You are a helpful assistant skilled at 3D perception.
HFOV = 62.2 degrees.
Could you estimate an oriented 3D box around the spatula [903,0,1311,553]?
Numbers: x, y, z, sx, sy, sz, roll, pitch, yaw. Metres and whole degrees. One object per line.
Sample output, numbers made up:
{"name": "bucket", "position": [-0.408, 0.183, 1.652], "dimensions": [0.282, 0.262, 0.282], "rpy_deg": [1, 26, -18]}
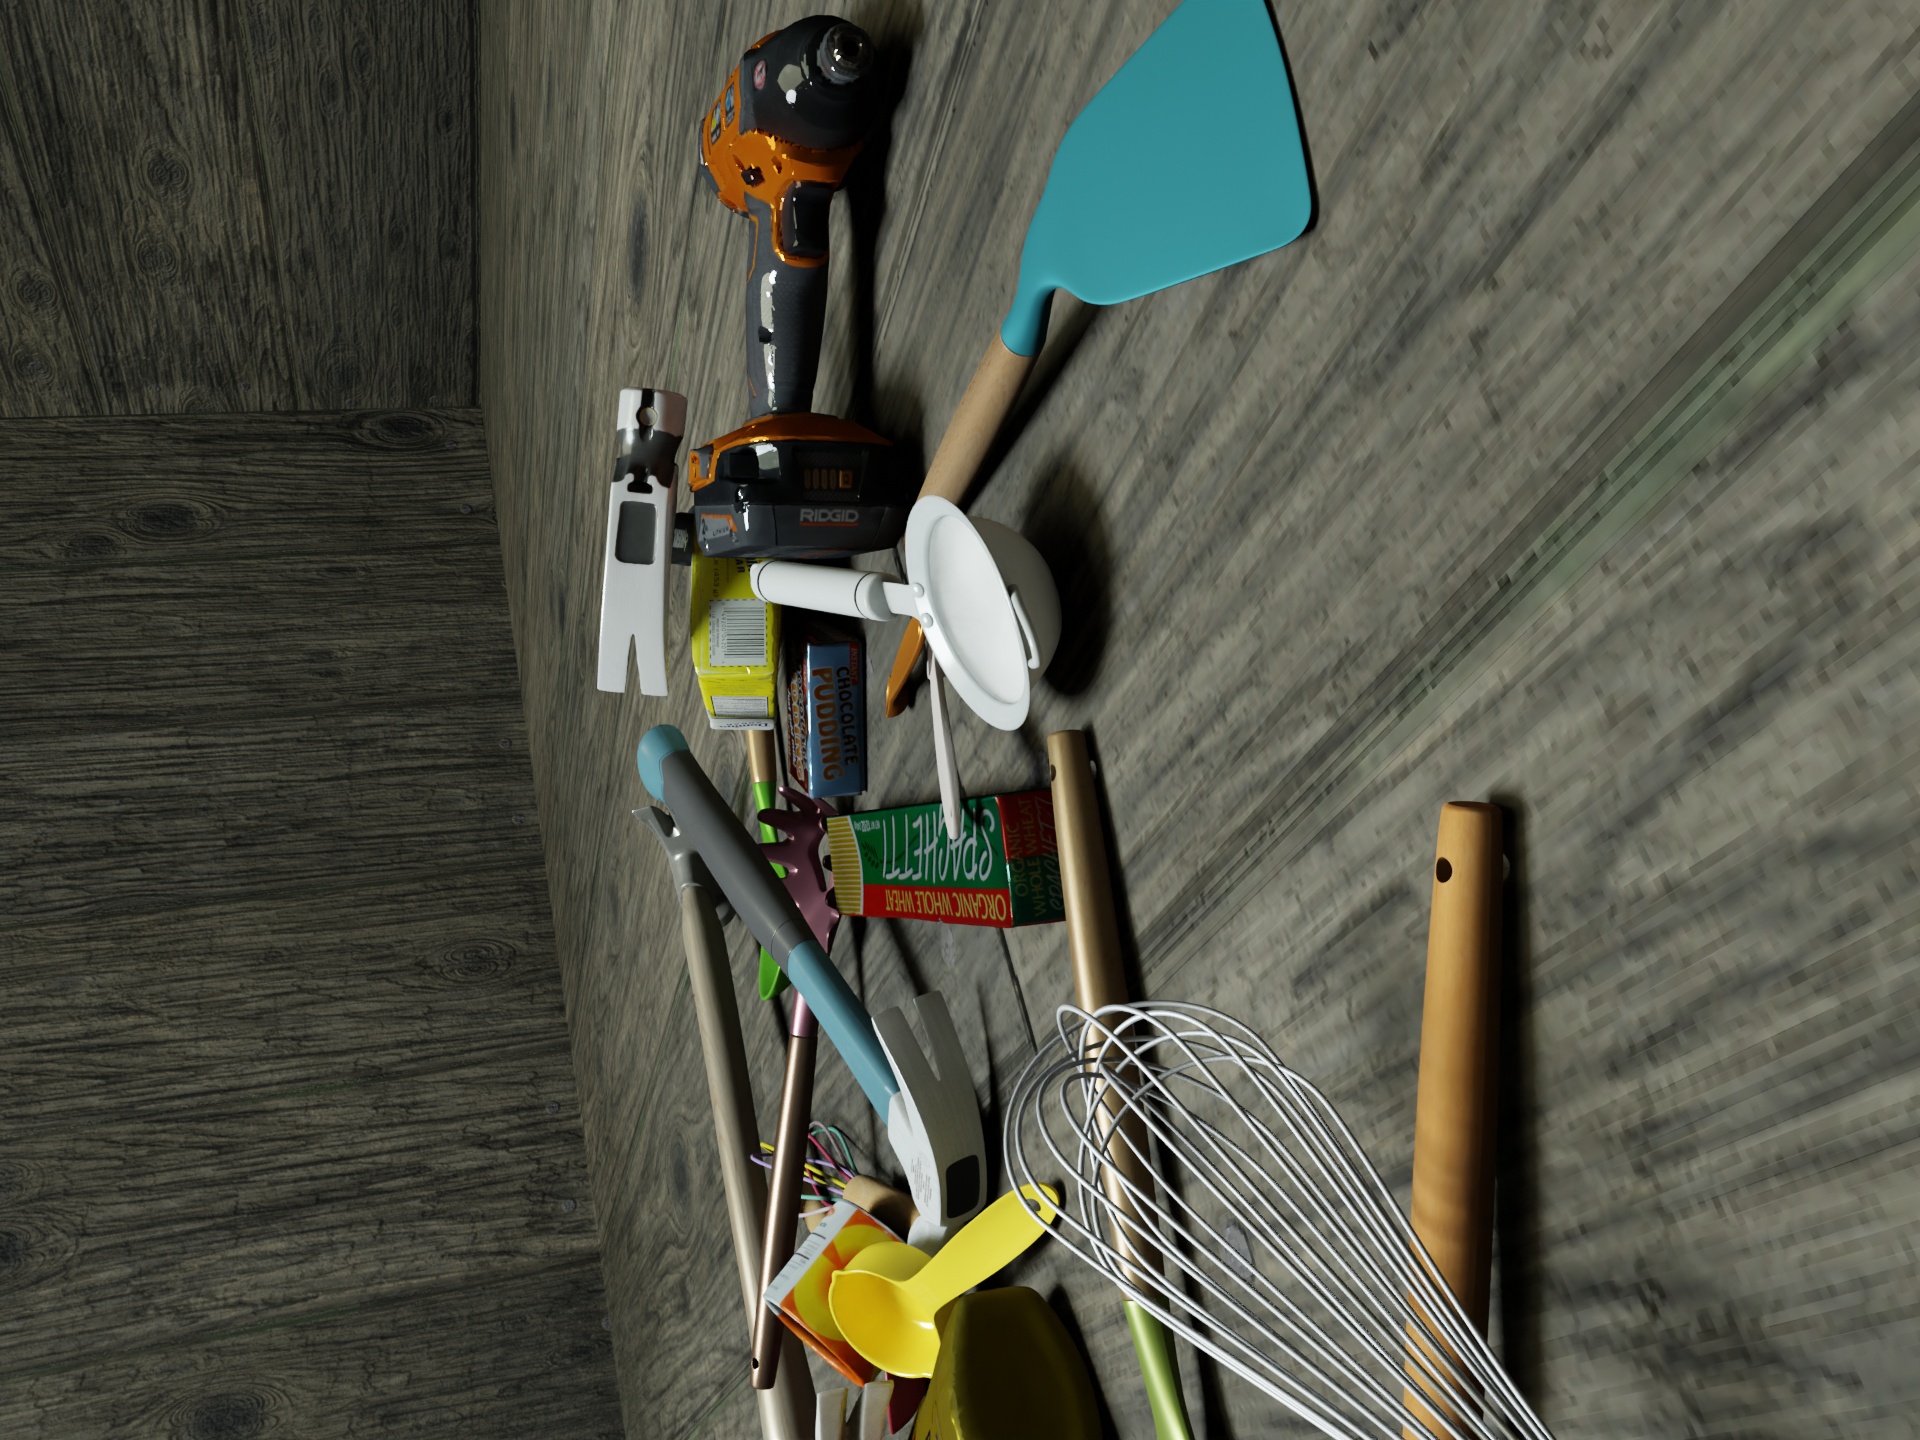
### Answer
{"name": "spatula", "position": [0.025, -0.117, 0.541], "dimensions": [0.317, 0.044, 0.082], "rpy_deg": [130, 131, -70]}

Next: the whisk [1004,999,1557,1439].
{"name": "whisk", "position": [0.101, 0.144, 0.299], "dimensions": [0.285, 0.070, 0.070], "rpy_deg": [40, 134, 45]}

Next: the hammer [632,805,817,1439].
{"name": "hammer", "position": [-0.144, 0.242, 0.994], "dimensions": [0.146, 0.038, 0.411], "rpy_deg": [76, 177, -54]}

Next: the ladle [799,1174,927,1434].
{"name": "ladle", "position": [-0.070, 0.307, 0.913], "dimensions": [0.315, 0.031, 0.069], "rpy_deg": [-161, 67, -71]}

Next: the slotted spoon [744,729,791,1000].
{"name": "slotted spoon", "position": [-0.123, 0.013, 0.981], "dimensions": [0.070, 0.031, 0.314], "rpy_deg": [147, 118, -68]}

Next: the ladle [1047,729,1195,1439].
{"name": "ladle", "position": [0.044, 0.160, 0.513], "dimensions": [0.078, 0.062, 0.320], "rpy_deg": [142, 123, -67]}

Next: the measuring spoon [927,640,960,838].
{"name": "measuring spoon", "position": [-0.001, -0.002, 0.614], "dimensions": [0.124, 0.018, 0.034], "rpy_deg": [-96, 10, -45]}

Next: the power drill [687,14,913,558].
{"name": "power drill", "position": [-0.071, -0.189, 0.706], "dimensions": [0.164, 0.084, 0.226], "rpy_deg": [-173, 82, -69]}

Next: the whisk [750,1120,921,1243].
{"name": "whisk", "position": [-0.056, 0.251, 0.851], "dimensions": [0.047, 0.051, 0.245], "rpy_deg": [64, 157, -5]}

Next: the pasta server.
{"name": "pasta server", "position": [-0.092, 0.194, 0.842], "dimensions": [0.060, 0.040, 0.316], "rpy_deg": [4, 86, 45]}

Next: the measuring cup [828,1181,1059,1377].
{"name": "measuring cup", "position": [0.000, 0.224, 0.663], "dimensions": [0.062, 0.029, 0.156], "rpy_deg": [45, 126, 5]}

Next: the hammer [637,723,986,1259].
{"name": "hammer", "position": [-0.083, 0.110, 0.780], "dimensions": [0.331, 0.033, 0.128], "rpy_deg": [47, 144, 41]}

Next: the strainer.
{"name": "strainer", "position": [-0.025, -0.049, 0.613], "dimensions": [0.259, 0.050, 0.086], "rpy_deg": [14, 124, 57]}

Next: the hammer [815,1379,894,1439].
{"name": "hammer", "position": [-0.004, 0.309, 0.533], "dimensions": [0.331, 0.031, 0.130], "rpy_deg": [143, 121, -69]}

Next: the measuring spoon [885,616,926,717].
{"name": "measuring spoon", "position": [-0.021, -0.024, 0.686], "dimensions": [0.117, 0.011, 0.021], "rpy_deg": [122, 152, -71]}

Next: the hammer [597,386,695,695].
{"name": "hammer", "position": [-0.162, -0.099, 0.911], "dimensions": [0.335, 0.035, 0.146], "rpy_deg": [-123, 39, -83]}

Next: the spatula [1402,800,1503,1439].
{"name": "spatula", "position": [0.117, 0.178, 0.365], "dimensions": [0.081, 0.041, 0.322], "rpy_deg": [-164, 74, -69]}
